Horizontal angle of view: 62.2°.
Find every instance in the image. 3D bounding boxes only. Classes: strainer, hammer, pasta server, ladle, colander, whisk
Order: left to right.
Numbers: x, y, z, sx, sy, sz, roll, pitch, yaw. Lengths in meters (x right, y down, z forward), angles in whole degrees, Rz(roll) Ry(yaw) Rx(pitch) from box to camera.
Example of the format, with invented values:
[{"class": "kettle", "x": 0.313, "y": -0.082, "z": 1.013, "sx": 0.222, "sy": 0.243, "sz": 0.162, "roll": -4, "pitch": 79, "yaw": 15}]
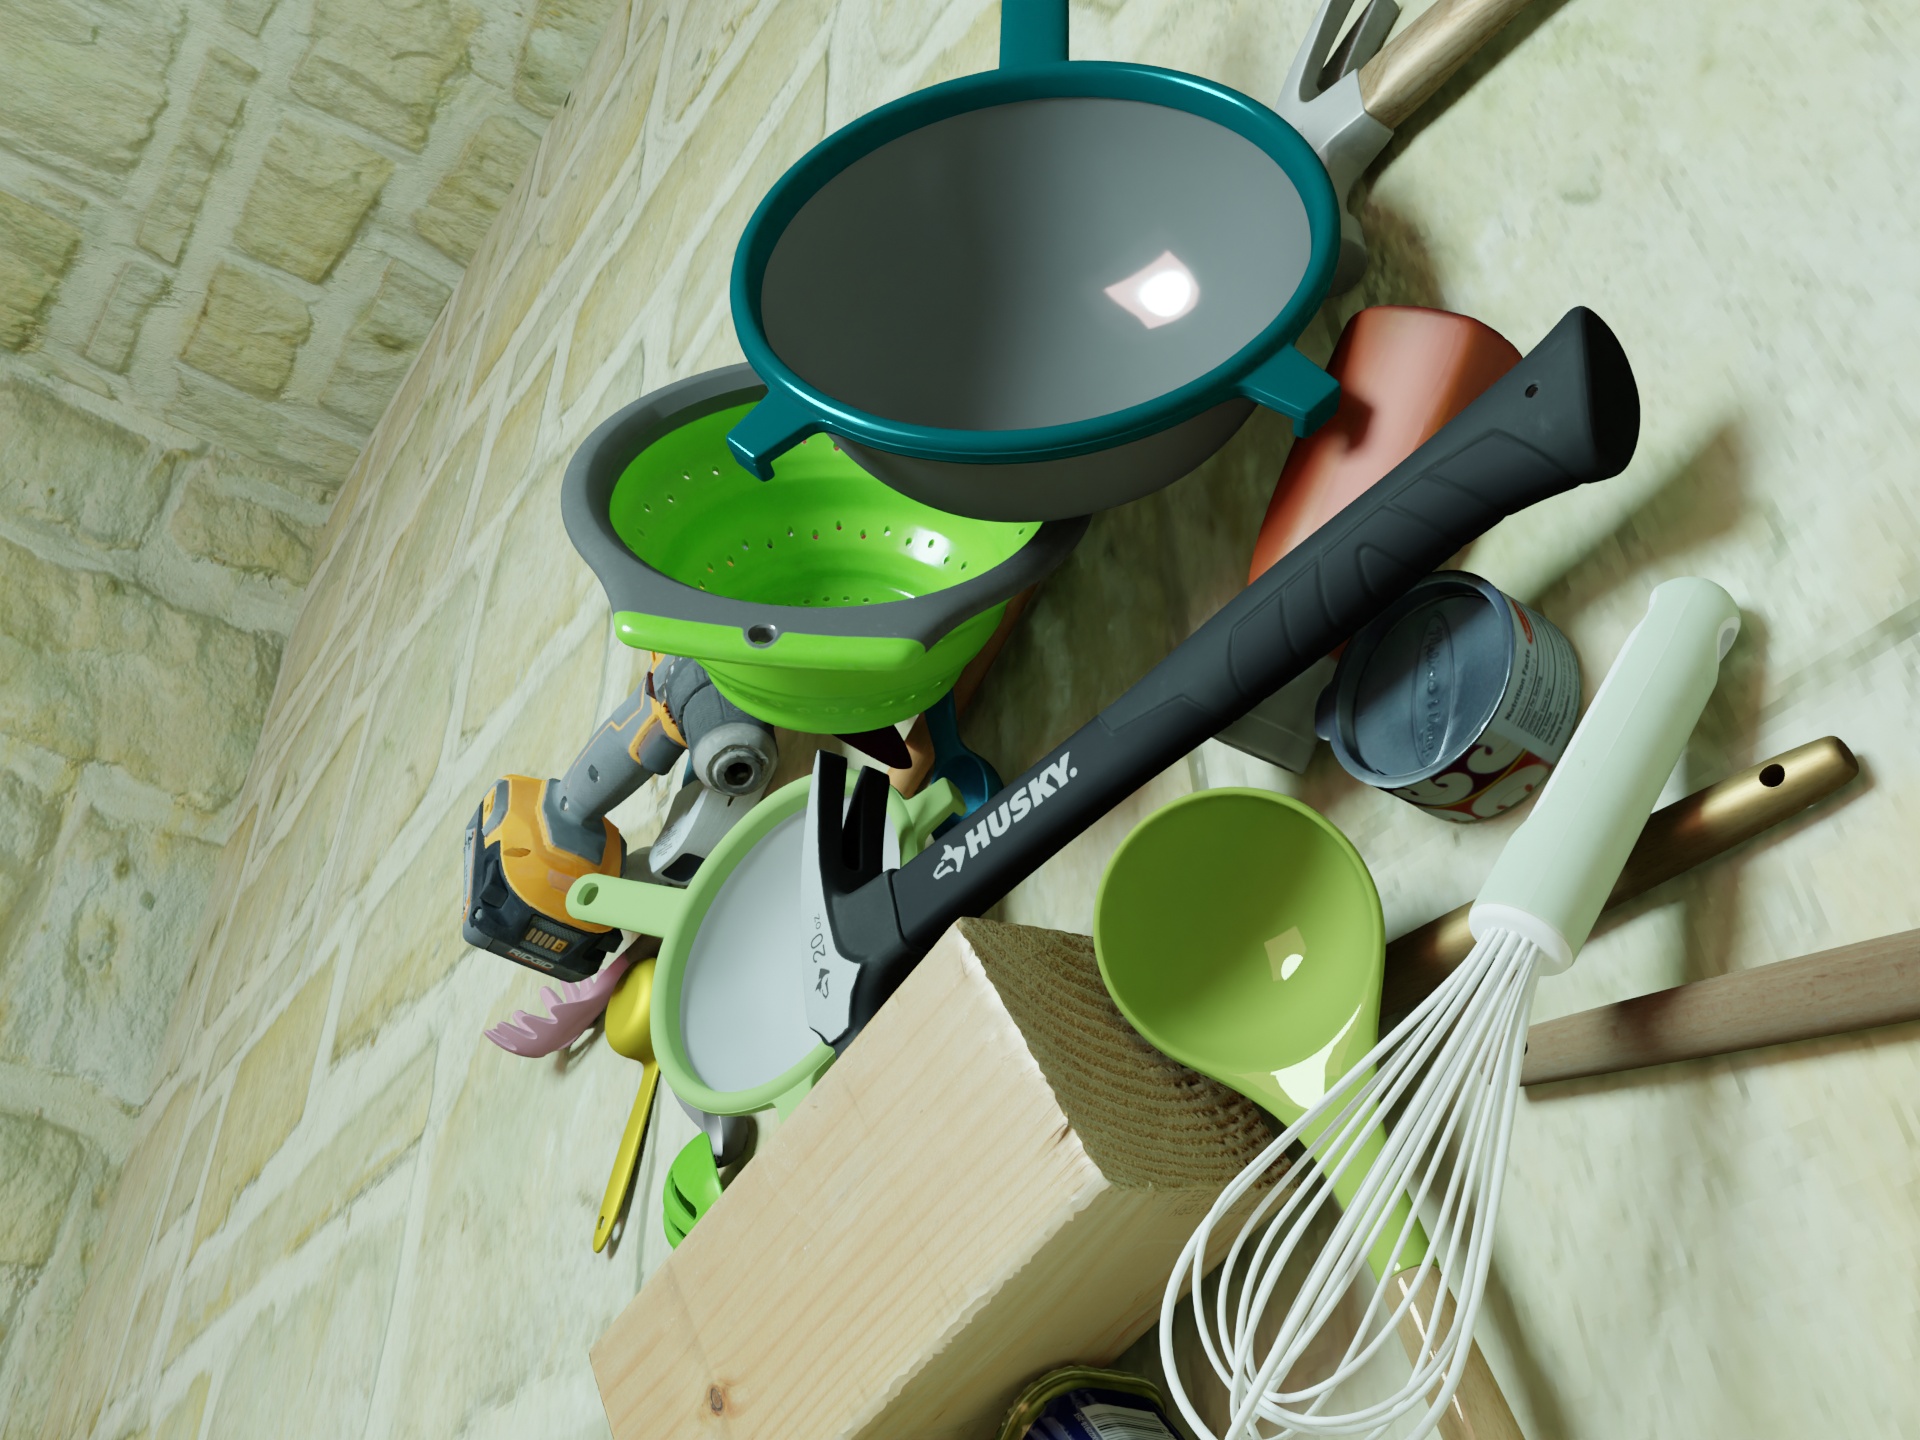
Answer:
[{"class": "pasta server", "x": -0.173, "y": 0.114, "z": 0.890, "sx": 0.316, "sy": 0.040, "sz": 0.060, "roll": -41, "pitch": -1, "yaw": 35}, {"class": "hammer", "x": -0.135, "y": -0.060, "z": 0.962, "sx": 0.128, "sy": 0.033, "sz": 0.331, "roll": -28, "pitch": 46, "yaw": 50}, {"class": "strainer", "x": -0.089, "y": 0.100, "z": 0.701, "sx": 0.256, "sy": 0.069, "sz": 0.151, "roll": 1, "pitch": 61, "yaw": 49}, {"class": "colander", "x": -0.039, "y": -0.112, "z": 0.703, "sx": 0.397, "sy": 0.204, "sz": 0.094, "roll": -77, "pitch": -9, "yaw": -50}, {"class": "strainer", "x": 0.032, "y": -0.192, "z": 0.619, "sx": 0.211, "sy": 0.095, "sz": 0.341, "roll": -4, "pitch": 52, "yaw": 8}, {"class": "hammer", "x": 0.060, "y": -0.004, "z": 0.495, "sx": 0.334, "sy": 0.035, "sz": 0.146, "roll": -41, "pitch": 45, "yaw": 30}, {"class": "ladle", "x": 0.105, "y": 0.086, "z": 0.457, "sx": 0.315, "sy": 0.031, "sz": 0.069, "roll": -39, "pitch": 41, "yaw": 38}, {"class": "ladle", "x": 0.106, "y": 0.145, "z": 0.350, "sx": 0.078, "sy": 0.062, "sz": 0.321, "roll": -33, "pitch": 47, "yaw": 15}, {"class": "whisk", "x": 0.121, "y": 0.055, "z": 0.358, "sx": 0.059, "sy": 0.057, "sz": 0.246, "roll": 23, "pitch": 61, "yaw": 30}, {"class": "hammer", "x": 0.225, "y": -0.286, "z": 0.525, "sx": 0.331, "sy": 0.031, "sz": 0.130, "roll": -37, "pitch": 40, "yaw": 42}]

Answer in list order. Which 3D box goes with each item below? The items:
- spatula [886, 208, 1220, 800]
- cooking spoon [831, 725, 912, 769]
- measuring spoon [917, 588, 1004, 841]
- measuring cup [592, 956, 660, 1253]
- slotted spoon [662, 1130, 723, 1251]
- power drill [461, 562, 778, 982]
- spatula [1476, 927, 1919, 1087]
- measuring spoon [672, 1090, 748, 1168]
[{"class": "spatula", "x": 0.026, "y": -0.078, "z": 0.696, "sx": 0.322, "sy": 0.041, "sz": 0.081, "roll": -60, "pitch": 30, "yaw": 14}, {"class": "cooking spoon", "x": -0.068, "y": -0.040, "z": 0.790, "sx": 0.017, "sy": 0.068, "sz": 0.319, "roll": -56, "pitch": 19, "yaw": 10}, {"class": "measuring spoon", "x": -0.001, "y": -0.002, "z": 0.684, "sx": 0.042, "sy": 0.021, "sz": 0.129, "roll": -40, "pitch": 49, "yaw": 41}, {"class": "measuring cup", "x": -0.181, "y": 0.200, "z": 0.845, "sx": 0.062, "sy": 0.029, "sz": 0.157, "roll": -25, "pitch": 46, "yaw": 50}, {"class": "slotted spoon", "x": -0.059, "y": 0.242, "z": 0.609, "sx": 0.314, "sy": 0.031, "sz": 0.070, "roll": 20, "pitch": 111, "yaw": 59}, {"class": "power drill", "x": -0.172, "y": 0.035, "z": 0.835, "sx": 0.226, "sy": 0.084, "sz": 0.186, "roll": -50, "pitch": 32, "yaw": 17}, {"class": "spatula", "x": 0.229, "y": 0.037, "z": 0.290, "sx": 0.316, "sy": 0.018, "sz": 0.060, "roll": -28, "pitch": 47, "yaw": 47}, {"class": "measuring spoon", "x": -0.126, "y": 0.185, "z": 0.783, "sx": 0.124, "sy": 0.018, "sz": 0.034, "roll": -163, "pitch": 70, "yaw": -66}]
